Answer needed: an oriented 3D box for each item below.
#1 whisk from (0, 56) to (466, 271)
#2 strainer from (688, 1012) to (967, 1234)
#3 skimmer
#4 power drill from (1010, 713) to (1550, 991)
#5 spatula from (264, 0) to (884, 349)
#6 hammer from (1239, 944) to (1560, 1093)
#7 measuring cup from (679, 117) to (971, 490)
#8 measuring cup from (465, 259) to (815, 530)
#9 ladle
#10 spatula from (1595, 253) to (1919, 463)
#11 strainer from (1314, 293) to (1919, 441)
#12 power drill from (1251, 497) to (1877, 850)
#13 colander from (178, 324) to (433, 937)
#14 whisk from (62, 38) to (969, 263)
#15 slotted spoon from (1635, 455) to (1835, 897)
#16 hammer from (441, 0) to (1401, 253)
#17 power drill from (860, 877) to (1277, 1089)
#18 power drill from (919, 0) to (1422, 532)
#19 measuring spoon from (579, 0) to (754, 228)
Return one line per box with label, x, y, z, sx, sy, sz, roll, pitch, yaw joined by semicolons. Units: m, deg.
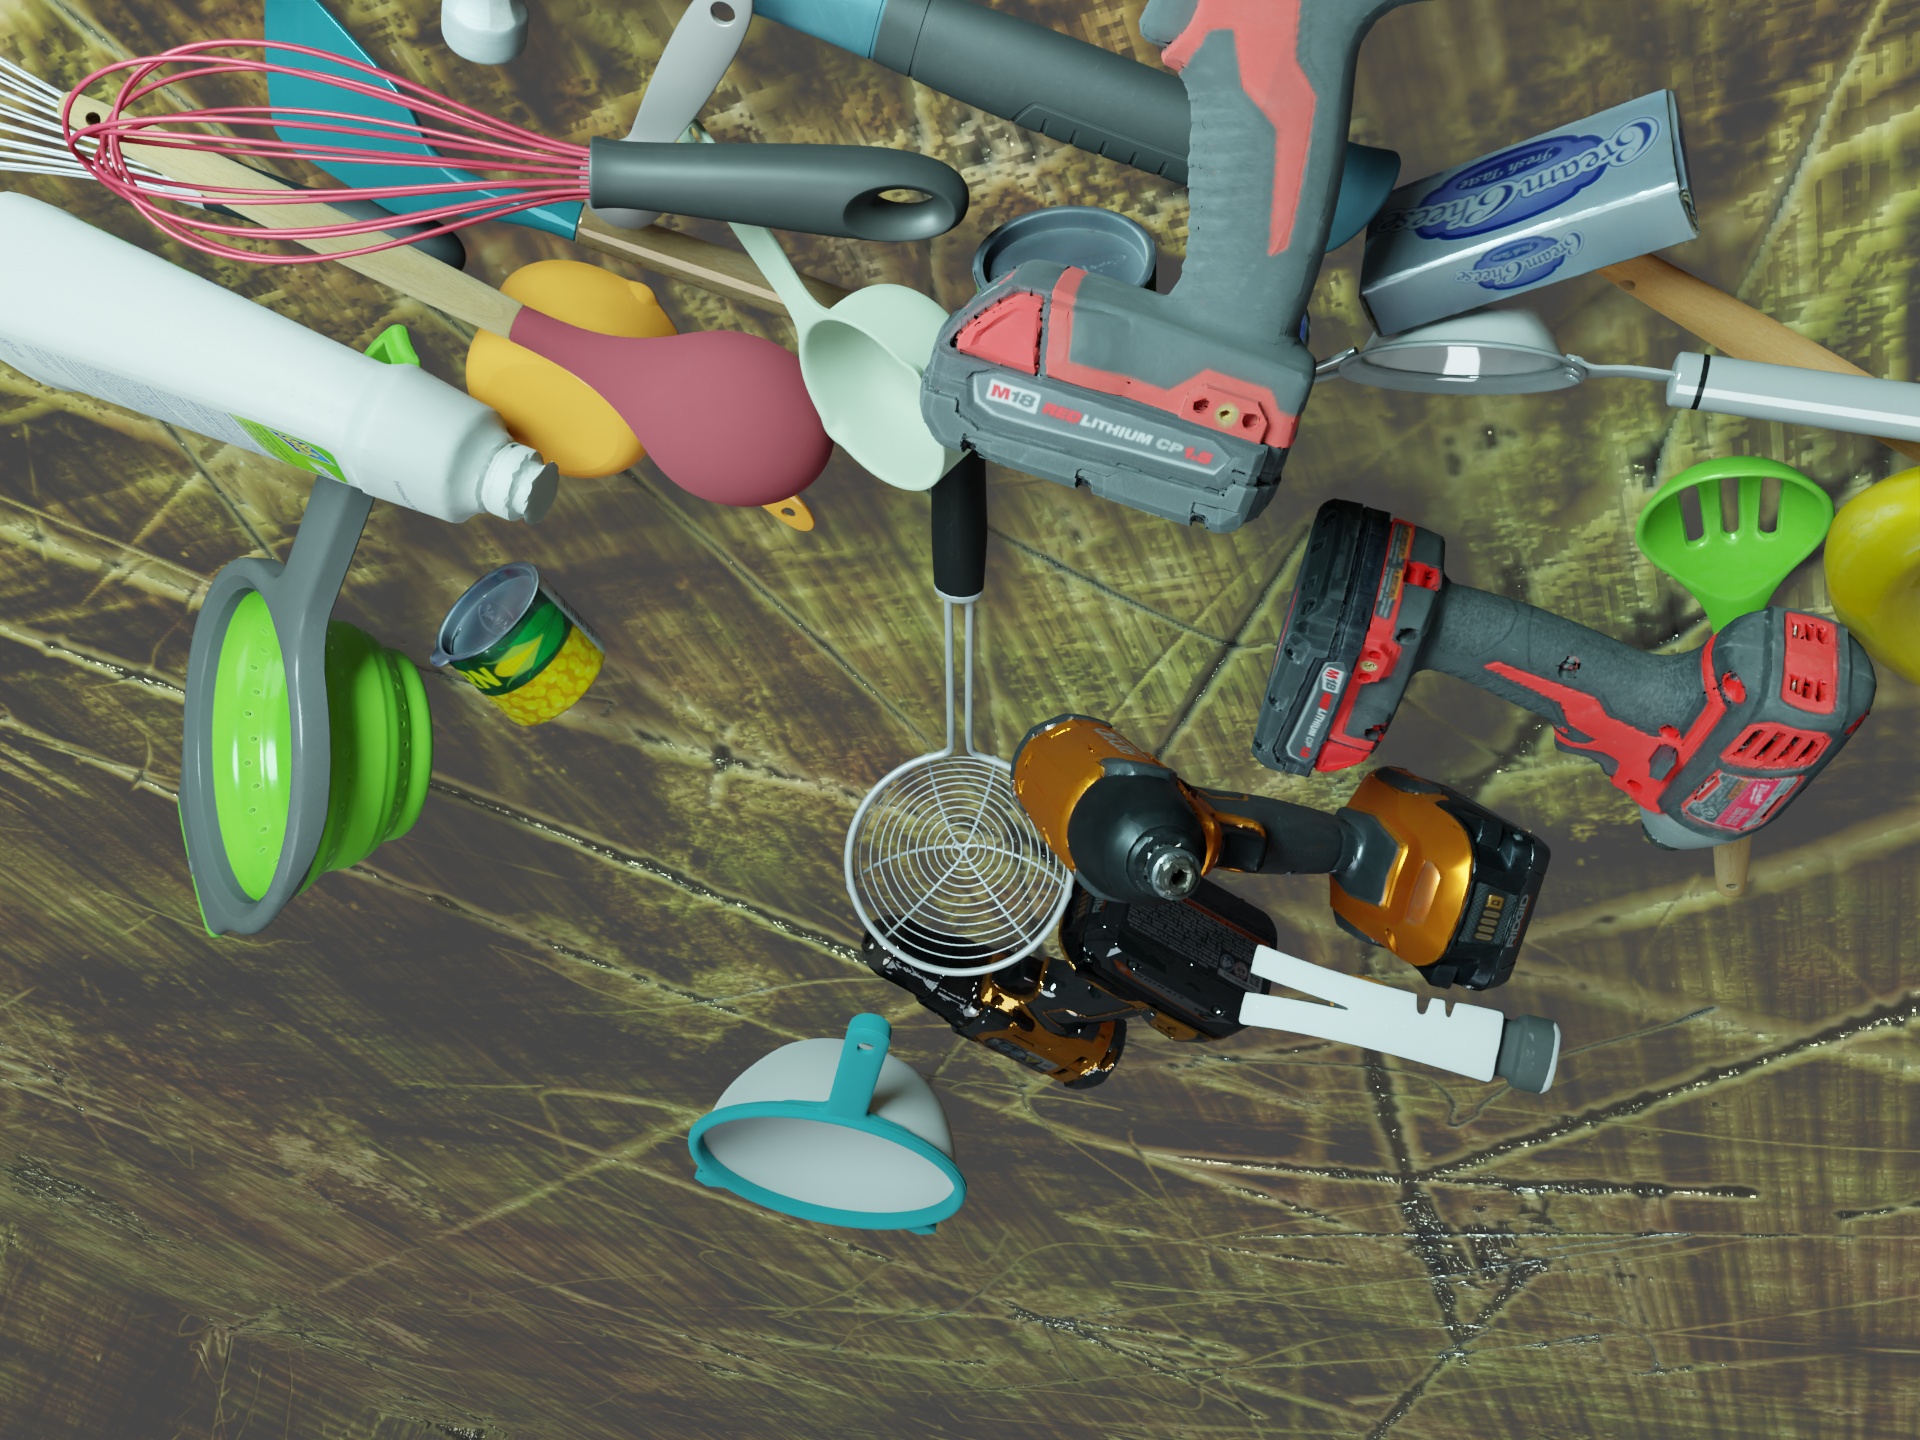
whisk;-0.341;-0.228;0.637;0.284;0.070;0.070;16;144;-8
strainer;-0.081;0.265;1.157;0.211;0.095;0.340;14;142;-2
skimmer;-0.001;-0.002;0.777;0.127;0.090;0.363;3;142;3
power drill;0.147;0.060;0.731;0.226;0.164;0.084;12;101;-14
spatula;-0.121;-0.196;0.627;0.317;0.044;0.082;17;144;-10
hammer;0.208;0.147;0.813;0.127;0.034;0.336;13;174;11
measuring cup;-0.048;-0.165;0.598;0.167;0.038;0.083;55;155;-11
measuring cup;-0.137;-0.123;0.700;0.173;0.052;0.095;38;138;-25
ladle;-0.196;-0.168;0.620;0.315;0.031;0.069;25;102;-7
spatula;0.361;-0.088;0.577;0.322;0.041;0.081;25;167;-10
strainer;0.243;-0.121;0.550;0.258;0.050;0.087;13;-176;17
power drill;0.243;-0.007;0.673;0.220;0.079;0.143;15;150;9
colander;-0.317;-0.039;0.840;0.094;0.205;0.397;0;140;-41
whisk;-0.143;-0.186;0.536;0.295;0.073;0.073;2;144;-8
slotted spoon;0.340;-0.008;0.703;0.070;0.031;0.313;-3;142;23
hammer;-0.013;-0.229;0.534;0.331;0.033;0.128;19;145;-5
power drill;0.058;0.149;0.970;0.185;0.084;0.226;30;146;-16
power drill;0.051;-0.189;0.473;0.188;0.080;0.226;18;115;1
measuring spoon;-0.102;-0.209;0.550;0.034;0.018;0.124;28;146;-20
